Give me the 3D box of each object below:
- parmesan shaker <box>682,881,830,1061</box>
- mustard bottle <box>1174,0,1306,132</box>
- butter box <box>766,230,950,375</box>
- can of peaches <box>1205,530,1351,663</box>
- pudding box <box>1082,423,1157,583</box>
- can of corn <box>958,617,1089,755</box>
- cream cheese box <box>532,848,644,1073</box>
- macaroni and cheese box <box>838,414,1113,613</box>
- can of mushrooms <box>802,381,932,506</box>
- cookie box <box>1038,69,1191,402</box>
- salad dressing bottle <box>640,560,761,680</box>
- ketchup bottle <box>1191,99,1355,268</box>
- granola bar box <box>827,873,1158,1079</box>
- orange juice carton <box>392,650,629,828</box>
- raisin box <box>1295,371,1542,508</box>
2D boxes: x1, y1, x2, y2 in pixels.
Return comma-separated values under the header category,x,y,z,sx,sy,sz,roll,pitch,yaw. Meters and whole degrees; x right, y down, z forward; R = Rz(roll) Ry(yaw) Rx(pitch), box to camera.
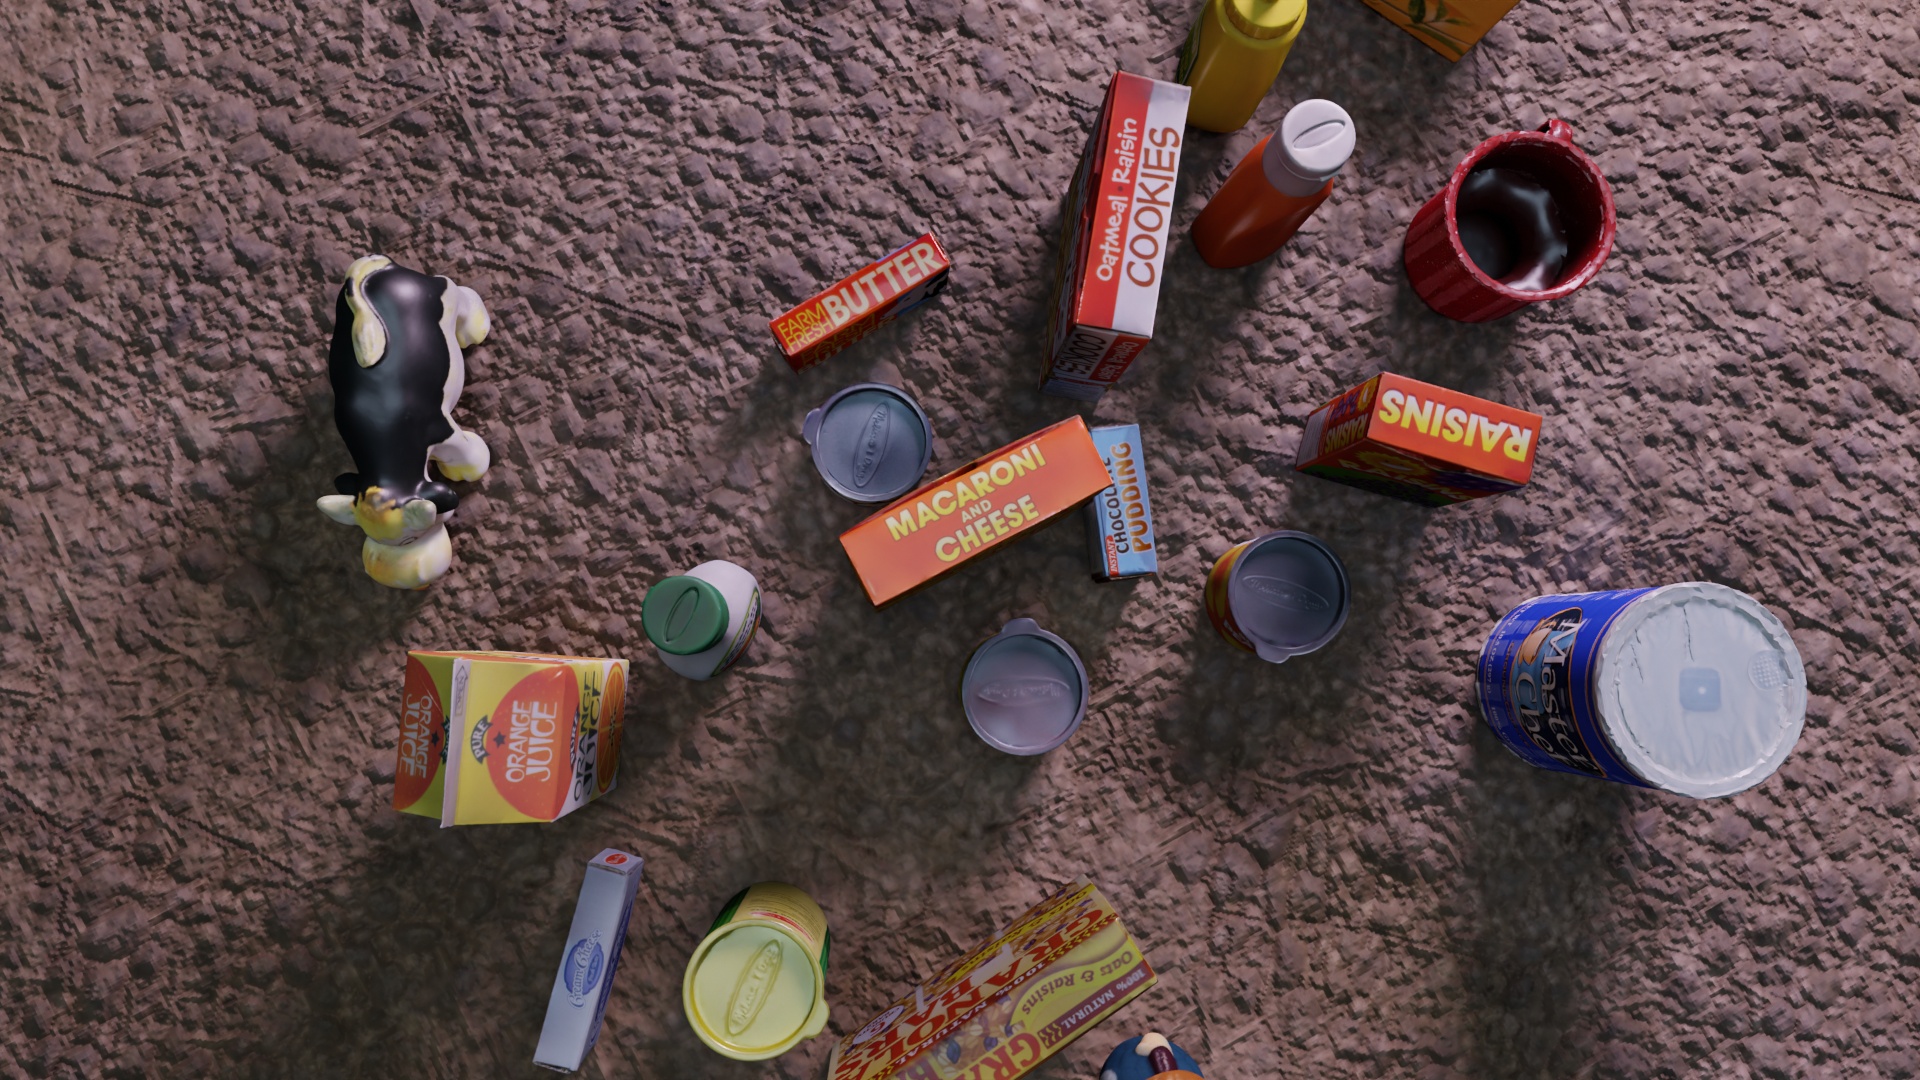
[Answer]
category,x,y,z,sx,sy,sz,roll,pitch,yaw
parmesan shaker,-0.098,0.217,0.706,0.071,0.103,0.071,0,85,-3
mustard bottle,0.150,-0.269,0.733,0.049,0.160,0.065,13,85,-2
butter box,-0.055,-0.129,0.764,0.103,0.053,0.024,-31,88,-5
can of peaches,0.171,0.032,0.759,0.071,0.058,0.071,0,85,-3
pudding box,0.085,-0.020,0.763,0.030,0.049,0.083,-7,86,-3
can of corn,0.032,0.078,0.747,0.071,0.058,0.071,0,85,-3
cream cheese box,-0.193,0.217,0.726,0.024,0.053,0.104,14,85,-2
macaroni and cheese box,0.002,-0.009,0.699,0.124,0.166,0.040,-27,87,-5
can of mushrooms,-0.051,-0.053,0.767,0.071,0.033,0.071,0,85,-3
cookie box,0.074,-0.148,0.715,0.040,0.167,0.123,9,85,-2
salad dressing bottle,-0.130,0.039,0.697,0.044,0.147,0.064,27,85,-1
ketchup bottle,0.167,-0.186,0.732,0.065,0.148,0.043,-26,87,-5
granola bar box,0.012,0.240,0.699,0.166,0.124,0.039,-33,88,-5
orange juice carton,-0.215,0.091,0.666,0.073,0.192,0.072,4,85,-3
raisin box,0.238,-0.050,0.737,0.086,0.123,0.040,16,85,-2
